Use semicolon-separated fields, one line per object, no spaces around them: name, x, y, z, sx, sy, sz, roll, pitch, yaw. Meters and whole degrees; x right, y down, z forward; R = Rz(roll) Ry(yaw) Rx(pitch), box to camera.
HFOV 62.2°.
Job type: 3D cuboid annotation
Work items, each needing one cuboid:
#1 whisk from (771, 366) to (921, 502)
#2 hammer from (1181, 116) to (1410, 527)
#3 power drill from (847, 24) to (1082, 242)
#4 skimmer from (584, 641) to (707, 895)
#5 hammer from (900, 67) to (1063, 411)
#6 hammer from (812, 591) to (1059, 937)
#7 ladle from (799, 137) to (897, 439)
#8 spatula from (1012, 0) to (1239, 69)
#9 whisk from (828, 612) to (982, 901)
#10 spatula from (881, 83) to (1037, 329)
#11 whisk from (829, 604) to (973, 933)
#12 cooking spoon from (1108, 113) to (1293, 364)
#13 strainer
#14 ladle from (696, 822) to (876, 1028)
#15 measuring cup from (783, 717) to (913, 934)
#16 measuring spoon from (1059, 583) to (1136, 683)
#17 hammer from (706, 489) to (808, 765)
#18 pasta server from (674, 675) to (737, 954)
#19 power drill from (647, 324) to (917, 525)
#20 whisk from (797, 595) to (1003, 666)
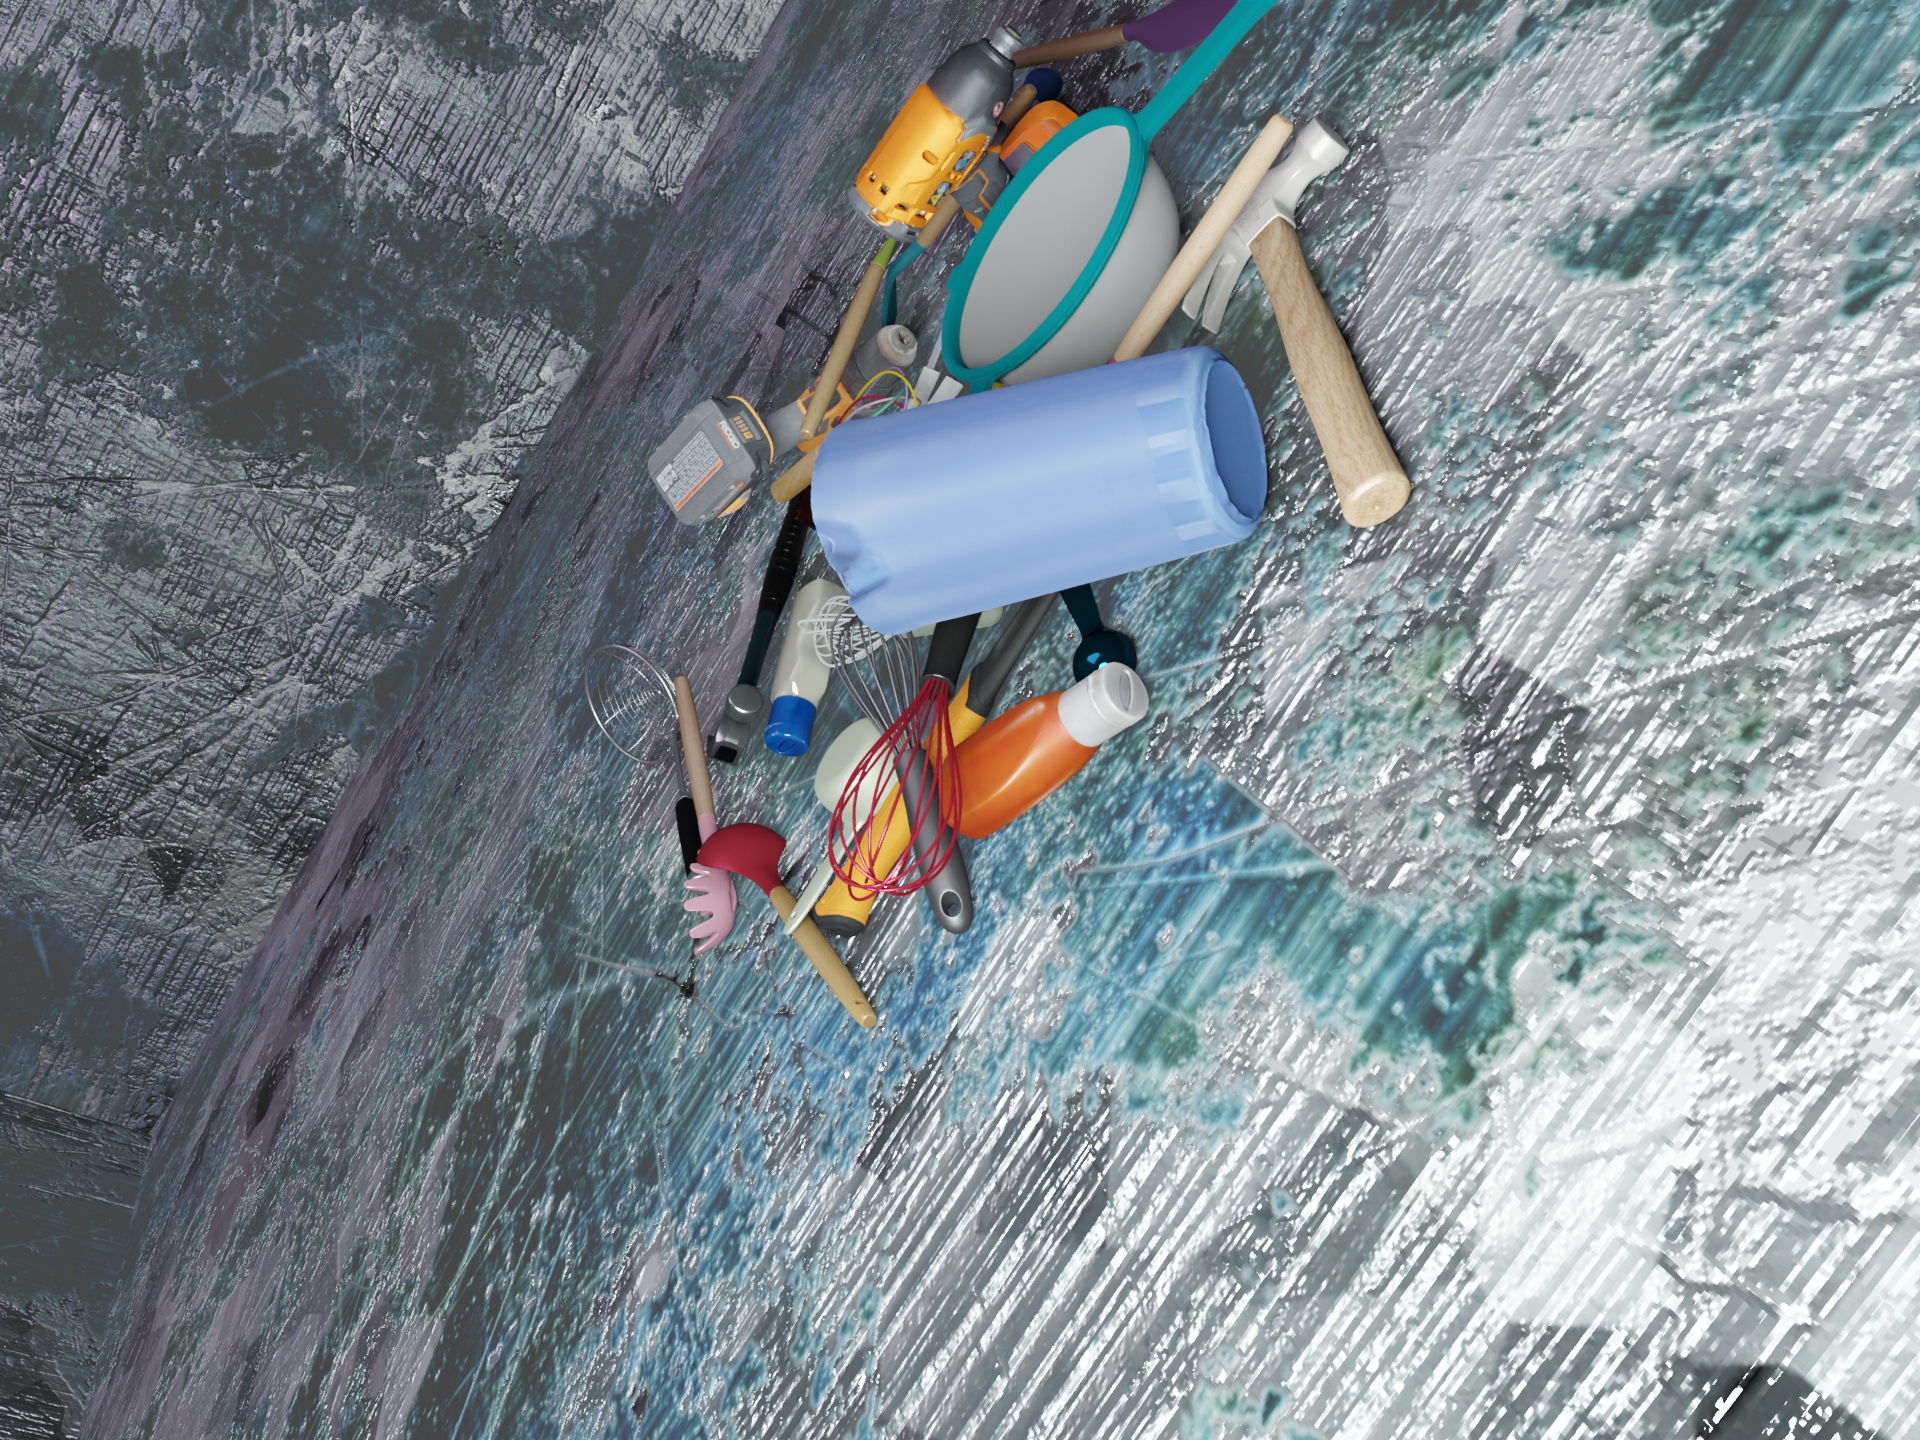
whisk;-0.099;-0.224;1.310;0.245;0.047;0.051;-23;33;57
hammer;0.195;-0.218;0.899;0.130;0.031;0.332;-44;32;32
power drill;0.029;-0.431;1.200;0.084;0.226;0.164;50;118;14
skimmer;-0.287;0.049;1.450;0.364;0.090;0.127;-117;26;-56
hammer;0.016;-0.406;1.378;0.144;0.035;0.406;-34;34;65
hammer;-0.002;-0.003;1.047;0.337;0.034;0.127;-58;27;10
ladle;-0.092;-0.378;1.382;0.078;0.062;0.320;133;158;-63
spatula;0.125;-0.575;1.343;0.316;0.018;0.060;22;83;55
whisk;-0.018;-0.006;0.961;0.073;0.073;0.296;-38;25;40
spatula;-0.011;-0.442;1.423;0.317;0.044;0.082;-43;28;48
whisk;-0.034;0.025;0.998;0.055;0.055;0.239;-41;55;37
cooking spoon;0.118;-0.250;1.023;0.318;0.017;0.069;-55;13;42
strainer;0.124;-0.350;1.084;0.340;0.095;0.211;-44;34;30
ladle;-0.121;0.136;1.123;0.316;0.069;0.031;-141;40;-58
measuring cup;-0.091;0.069;1.104;0.083;0.038;0.168;-12;44;57
measuring spoon;0.067;-0.070;0.950;0.042;0.021;0.129;-37;56;28
hammer;-0.169;-0.099;1.415;0.128;0.033;0.331;121;165;-50
pasta server;-0.223;0.066;1.330;0.317;0.040;0.060;-110;13;-47
power drill;-0.149;-0.272;1.422;0.226;0.084;0.185;-35;2;-40
whisk;-0.047;-0.074;1.184;0.246;0.059;0.058;-3;74;55
